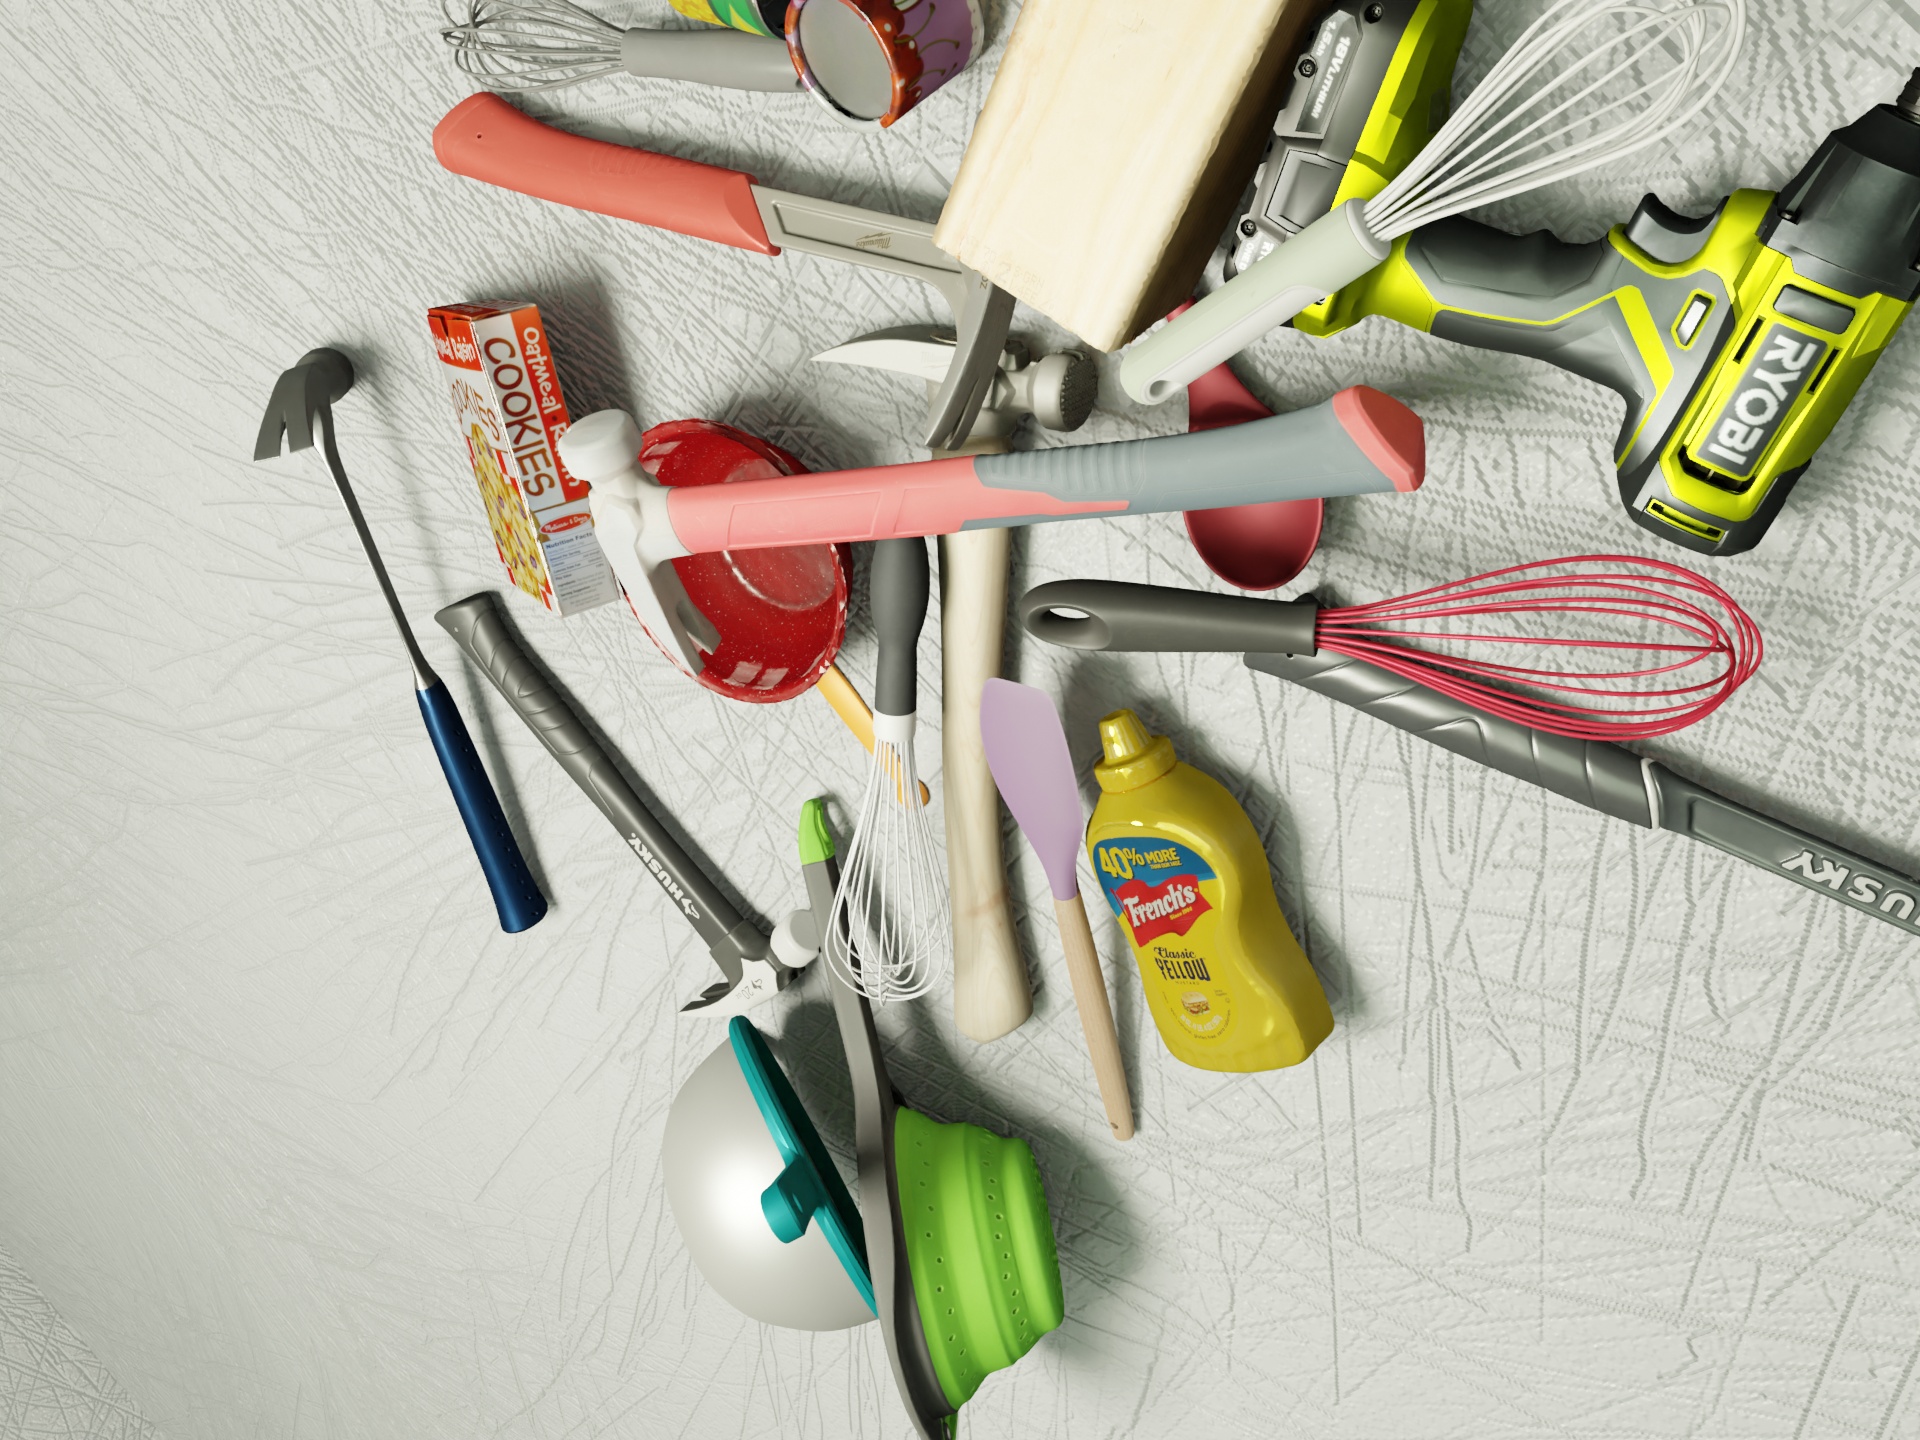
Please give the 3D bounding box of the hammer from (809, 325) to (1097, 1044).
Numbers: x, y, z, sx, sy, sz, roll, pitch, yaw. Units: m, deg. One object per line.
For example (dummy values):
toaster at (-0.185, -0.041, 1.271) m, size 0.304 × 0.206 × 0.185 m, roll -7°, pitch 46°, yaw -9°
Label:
hammer at (-0.001, -0.003, 0.852) m, size 0.146 × 0.038 × 0.410 m, roll 15°, pitch 122°, yaw 29°

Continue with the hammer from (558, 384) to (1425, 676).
hammer at (0.008, -0.088, 0.707) m, size 0.386 × 0.038 × 0.143 m, roll -1°, pitch 132°, yaw 25°

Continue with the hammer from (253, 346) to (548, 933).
hammer at (-0.355, -0.032, 1.039) m, size 0.035 × 0.144 × 0.405 m, roll -15°, pitch 116°, yaw -1°

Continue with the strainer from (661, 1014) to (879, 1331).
strainer at (-0.121, 0.283, 0.913) m, size 0.211 × 0.095 × 0.340 m, roll 60°, pitch 173°, yaw 8°

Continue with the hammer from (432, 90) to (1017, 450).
hammer at (-0.129, -0.248, 0.788) m, size 0.359 × 0.036 × 0.149 m, roll 21°, pitch 103°, yaw 27°

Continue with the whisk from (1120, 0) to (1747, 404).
whisk at (0.148, -0.174, 0.549) m, size 0.246 × 0.057 × 0.059 m, roll -28°, pitch 66°, yaw 42°

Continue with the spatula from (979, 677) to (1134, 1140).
spatula at (0.059, 0.111, 0.851) m, size 0.060 × 0.018 × 0.315 m, roll 15°, pitch 132°, yaw 41°

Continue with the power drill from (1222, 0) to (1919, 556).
power drill at (0.225, -0.180, 0.579) m, size 0.223 × 0.080 × 0.171 m, roll 28°, pitch 128°, yaw 14°

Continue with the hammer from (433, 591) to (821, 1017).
hammer at (-0.228, 0.051, 1.033) m, size 0.335 × 0.035 × 0.146 m, roll 50°, pitch 134°, yaw 3°

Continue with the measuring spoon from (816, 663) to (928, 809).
measuring spoon at (-0.058, 0.004, 0.910) m, size 0.021 × 0.011 × 0.117 m, roll -35°, pitch 92°, yaw 41°

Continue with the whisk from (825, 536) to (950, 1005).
whisk at (-0.037, 0.029, 0.837) m, size 0.070 × 0.070 × 0.284 m, roll 16°, pitch 118°, yaw 27°

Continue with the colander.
colander at (-0.012, 0.233, 0.945) m, size 0.094 × 0.204 × 0.397 m, roll -13°, pitch 91°, yaw 3°

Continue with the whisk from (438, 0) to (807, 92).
whisk at (-0.159, -0.331, 0.779) m, size 0.239 × 0.055 × 0.055 m, roll 14°, pitch 121°, yaw 23°

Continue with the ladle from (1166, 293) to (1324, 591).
ladle at (0.083, -0.206, 0.692) m, size 0.069 × 0.031 × 0.315 m, roll -18°, pitch 101°, yaw 36°

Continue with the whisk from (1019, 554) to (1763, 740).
whisk at (0.166, -0.035, 0.652) m, size 0.296 × 0.073 × 0.073 m, roll 5°, pitch 117°, yaw 18°

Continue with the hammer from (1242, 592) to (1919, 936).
hammer at (0.308, 0.043, 0.666) m, size 0.409 × 0.036 × 0.149 m, roll 26°, pitch 127°, yaw 22°
